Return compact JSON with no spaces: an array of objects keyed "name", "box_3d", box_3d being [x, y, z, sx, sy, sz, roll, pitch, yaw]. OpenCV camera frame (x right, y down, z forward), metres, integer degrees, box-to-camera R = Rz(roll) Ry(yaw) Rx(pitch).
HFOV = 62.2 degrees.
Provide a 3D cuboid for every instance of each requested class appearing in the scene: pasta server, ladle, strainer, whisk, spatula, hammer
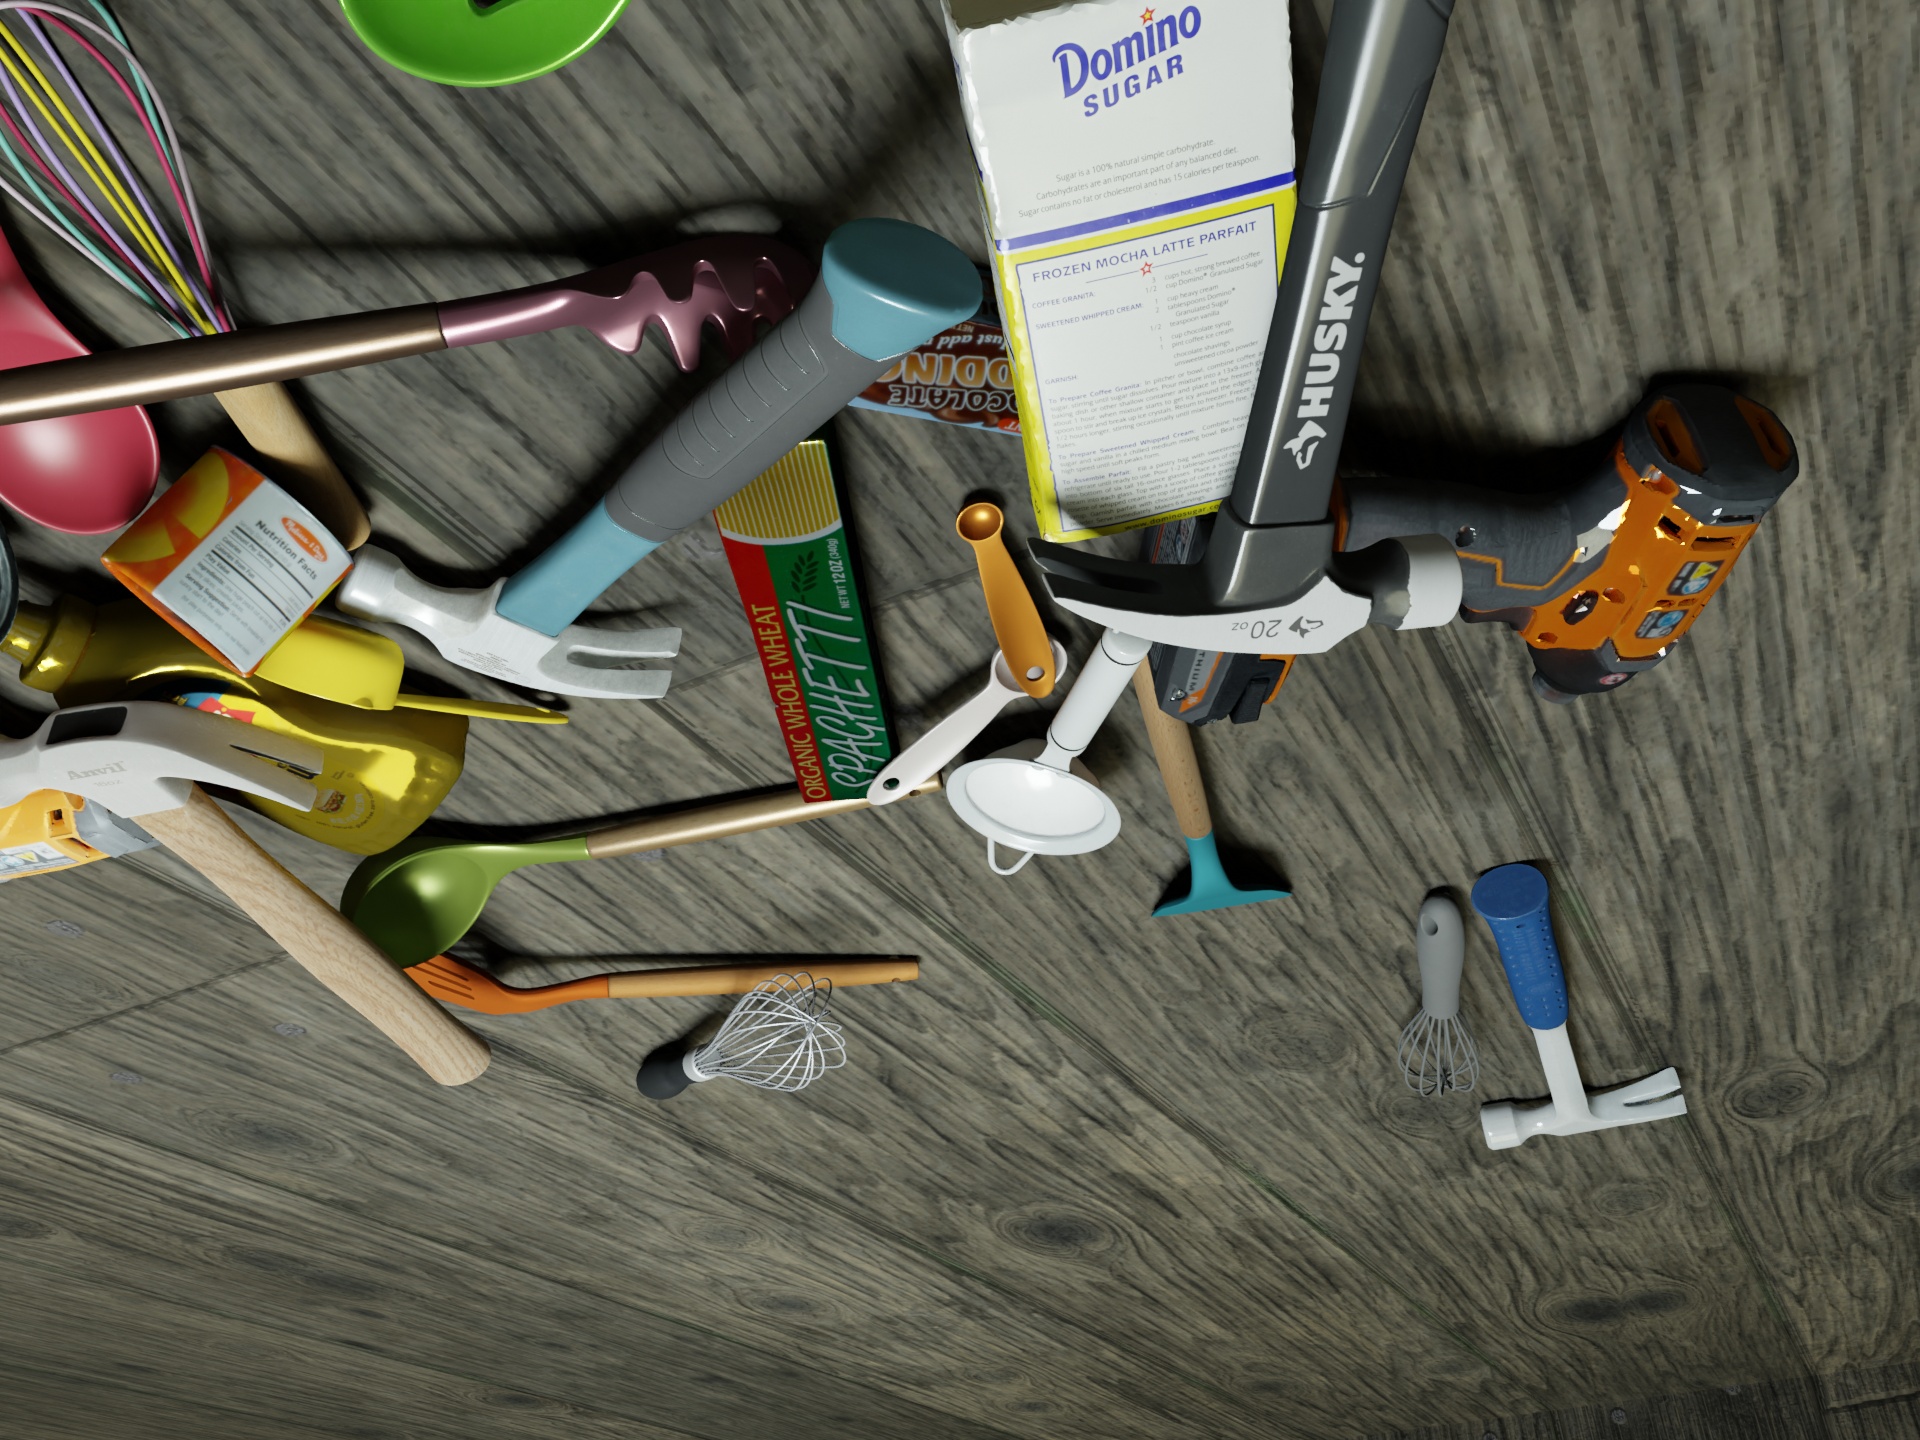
[{"name":"pasta server","box_3d":[-0.192,-0.115,0.508,0.316,0.040,0.060,-12,171,-9]},{"name":"ladle","box_3d":[-0.309,-0.175,0.475,0.069,0.031,0.315,2,143,-7]},{"name":"strainer","box_3d":[0.049,0.008,0.715,0.087,0.050,0.258,18,155,-3]},{"name":"whisk","box_3d":[-0.148,0.208,0.984,0.070,0.070,0.284,17,154,-25]},{"name":"spatula","box_3d":[-0.186,0.149,0.956,0.322,0.041,0.081,-1,146,-9]},{"name":"spatula","box_3d":[0.112,0.031,0.804,0.082,0.044,0.317,-10,140,12]},{"name":"hammer","box_3d":[0.394,0.198,1.050,0.144,0.035,0.405,-15,143,18]},{"name":"ladle","box_3d":[-0.164,0.069,0.812,0.320,0.062,0.078,-11,144,8]},{"name":"whisk","box_3d":[-0.253,-0.138,0.527,0.047,0.051,0.244,14,152,13]},{"name":"whisk","box_3d":[0.303,0.176,1.008,0.055,0.055,0.238,-9,140,9]},{"name":"hammer","box_3d":[0.105,-0.159,0.435,0.146,0.035,0.334,-5,130,-13]},{"name":"hammer","box_3d":[-0.306,0.096,0.750,0.130,0.031,0.331,-10,143,8]},{"name":"hammer","box_3d":[-0.108,-0.078,0.558,0.128,0.033,0.331,25,149,-29]}]

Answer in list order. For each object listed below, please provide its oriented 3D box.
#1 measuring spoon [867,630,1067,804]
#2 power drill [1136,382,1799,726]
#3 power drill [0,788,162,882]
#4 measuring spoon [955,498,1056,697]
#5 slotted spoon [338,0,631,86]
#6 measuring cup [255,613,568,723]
[{"name":"measuring spoon","box_3d":[-0.001,-0.002,0.730,0.034,0.018,0.124,31,120,-33]},{"name":"power drill","box_3d":[0.190,-0.055,0.635,0.226,0.084,0.164,-3,146,-6]},{"name":"power drill","box_3d":[-0.485,0.008,0.685,0.185,0.084,0.226,-10,149,13]},{"name":"measuring spoon","box_3d":[0.020,-0.051,0.675,0.021,0.011,0.116,-20,135,3]},{"name":"slotted spoon","box_3d":[-0.013,-0.228,0.418,0.314,0.031,0.070,-10,145,7]},{"name":"measuring cup","box_3d":[-0.227,-0.020,0.684,0.062,0.029,0.156,19,-175,35]}]
